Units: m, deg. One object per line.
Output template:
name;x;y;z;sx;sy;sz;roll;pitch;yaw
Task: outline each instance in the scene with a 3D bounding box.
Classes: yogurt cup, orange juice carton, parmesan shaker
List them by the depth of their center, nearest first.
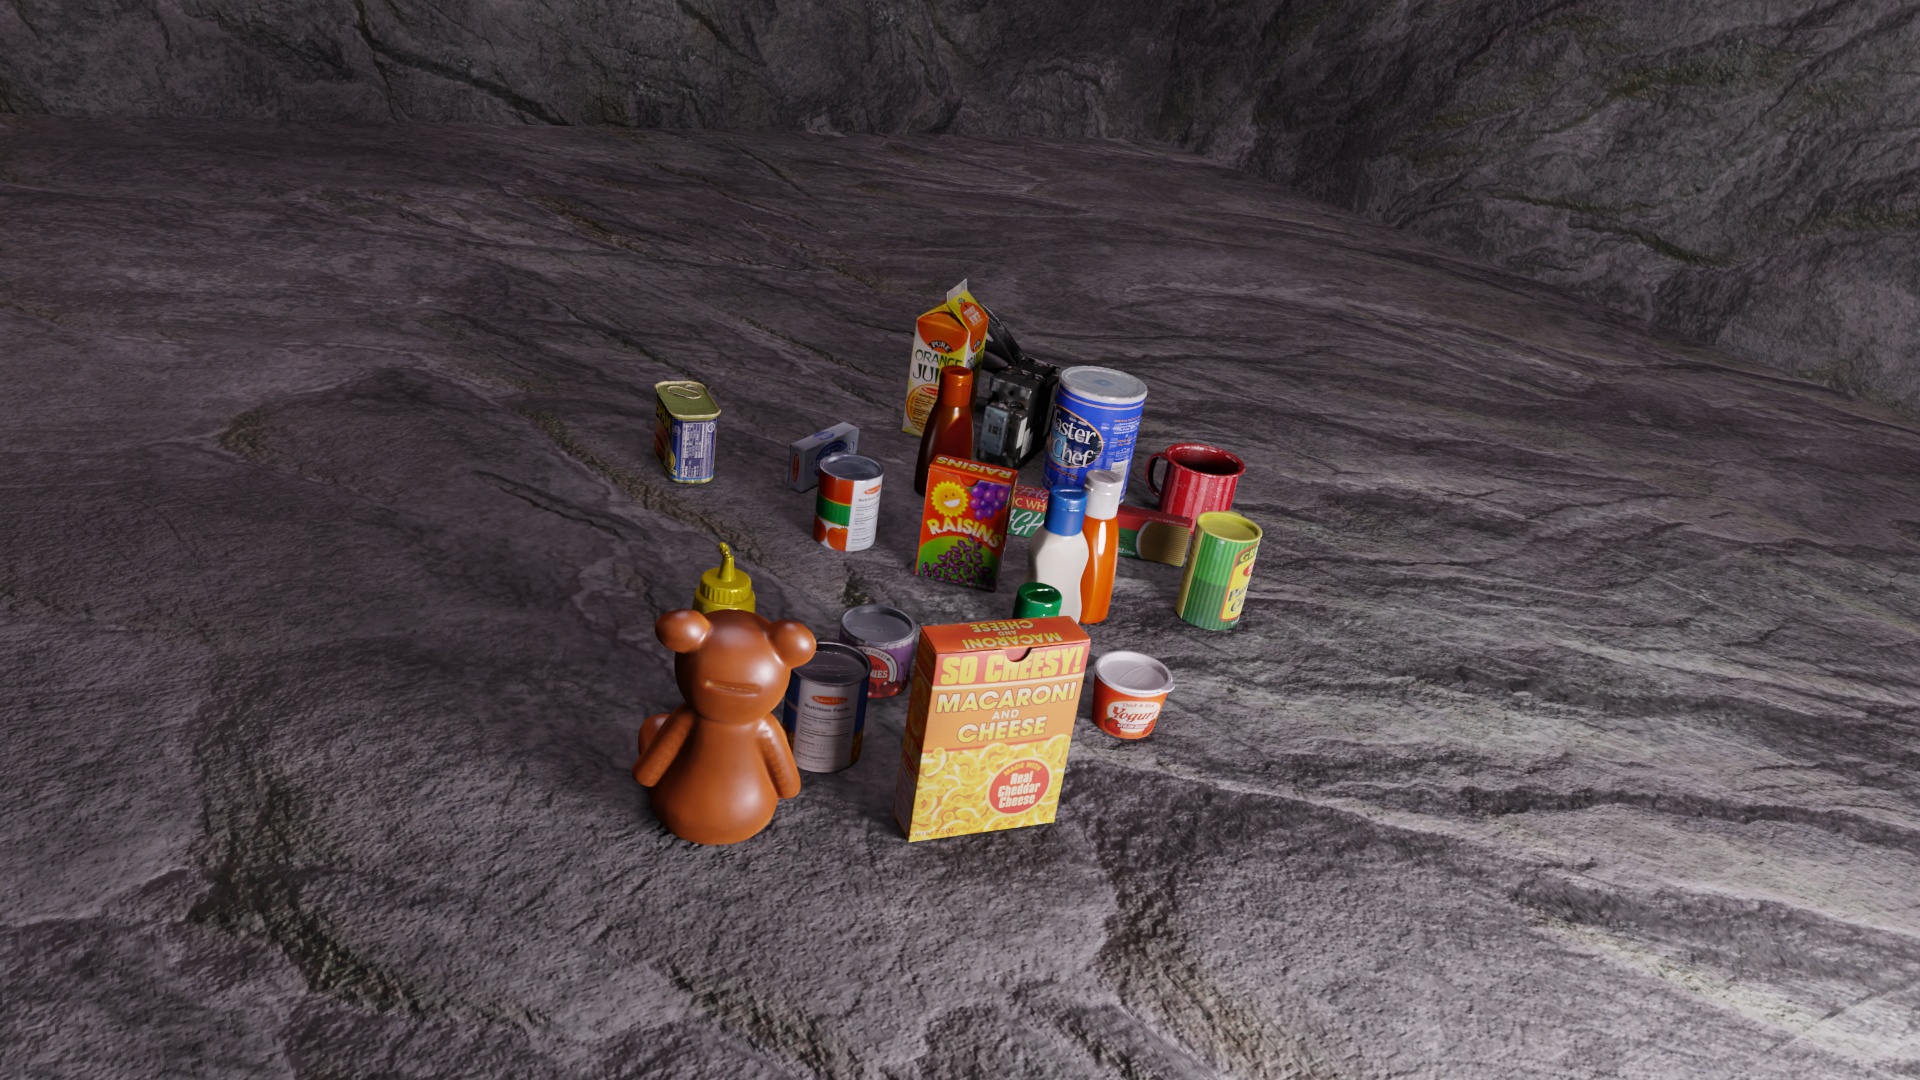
yogurt cup;0.146;0.135;1.208;0.072;0.053;0.073;7;26;-3
parmesan shaker;0.260;0.030;1.400;0.071;0.102;0.071;7;26;-3
orange juice carton;-0.017;-0.225;1.724;0.073;0.191;0.072;16;27;15

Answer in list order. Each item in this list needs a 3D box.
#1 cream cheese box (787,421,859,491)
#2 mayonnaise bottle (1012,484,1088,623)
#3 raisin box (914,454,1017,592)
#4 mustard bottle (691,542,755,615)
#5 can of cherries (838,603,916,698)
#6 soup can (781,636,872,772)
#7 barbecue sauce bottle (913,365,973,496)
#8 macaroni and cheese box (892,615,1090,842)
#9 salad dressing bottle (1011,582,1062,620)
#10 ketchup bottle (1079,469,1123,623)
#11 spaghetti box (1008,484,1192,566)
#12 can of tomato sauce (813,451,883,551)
cream cheese box;-0.156;-0.095;1.577;0.024;0.053;0.104;22;29;25
mayonnaise bottle;0.090;0.020;1.316;0.065;0.147;0.041;0;27;-18
raisin box;0.005;-0.017;1.392;0.086;0.122;0.040;13;26;8
mustard bottle;-0.189;0.074;1.107;0.049;0.159;0.065;-7;30;-29
can of cherries;-0.075;0.097;1.210;0.071;0.058;0.072;7;26;-3
soup can;-0.108;0.130;1.105;0.071;0.083;0.071;7;26;-3
barbecue sauce bottle;-0.013;-0.123;1.570;0.065;0.147;0.044;-12;33;-36
macaroni and cheese box;0.023;0.140;1.033;0.124;0.165;0.040;-3;28;-23
salad dressing bottle;0.052;0.106;1.132;0.064;0.147;0.044;-7;30;-30
ketchup bottle;0.127;0.004;1.359;0.044;0.148;0.065;-10;32;-34
spaghetti box;0.126;-0.021;1.520;0.250;0.050;0.029;11;26;4
can of tomato sauce;-0.119;-0.041;1.445;0.071;0.082;0.071;7;26;-3
